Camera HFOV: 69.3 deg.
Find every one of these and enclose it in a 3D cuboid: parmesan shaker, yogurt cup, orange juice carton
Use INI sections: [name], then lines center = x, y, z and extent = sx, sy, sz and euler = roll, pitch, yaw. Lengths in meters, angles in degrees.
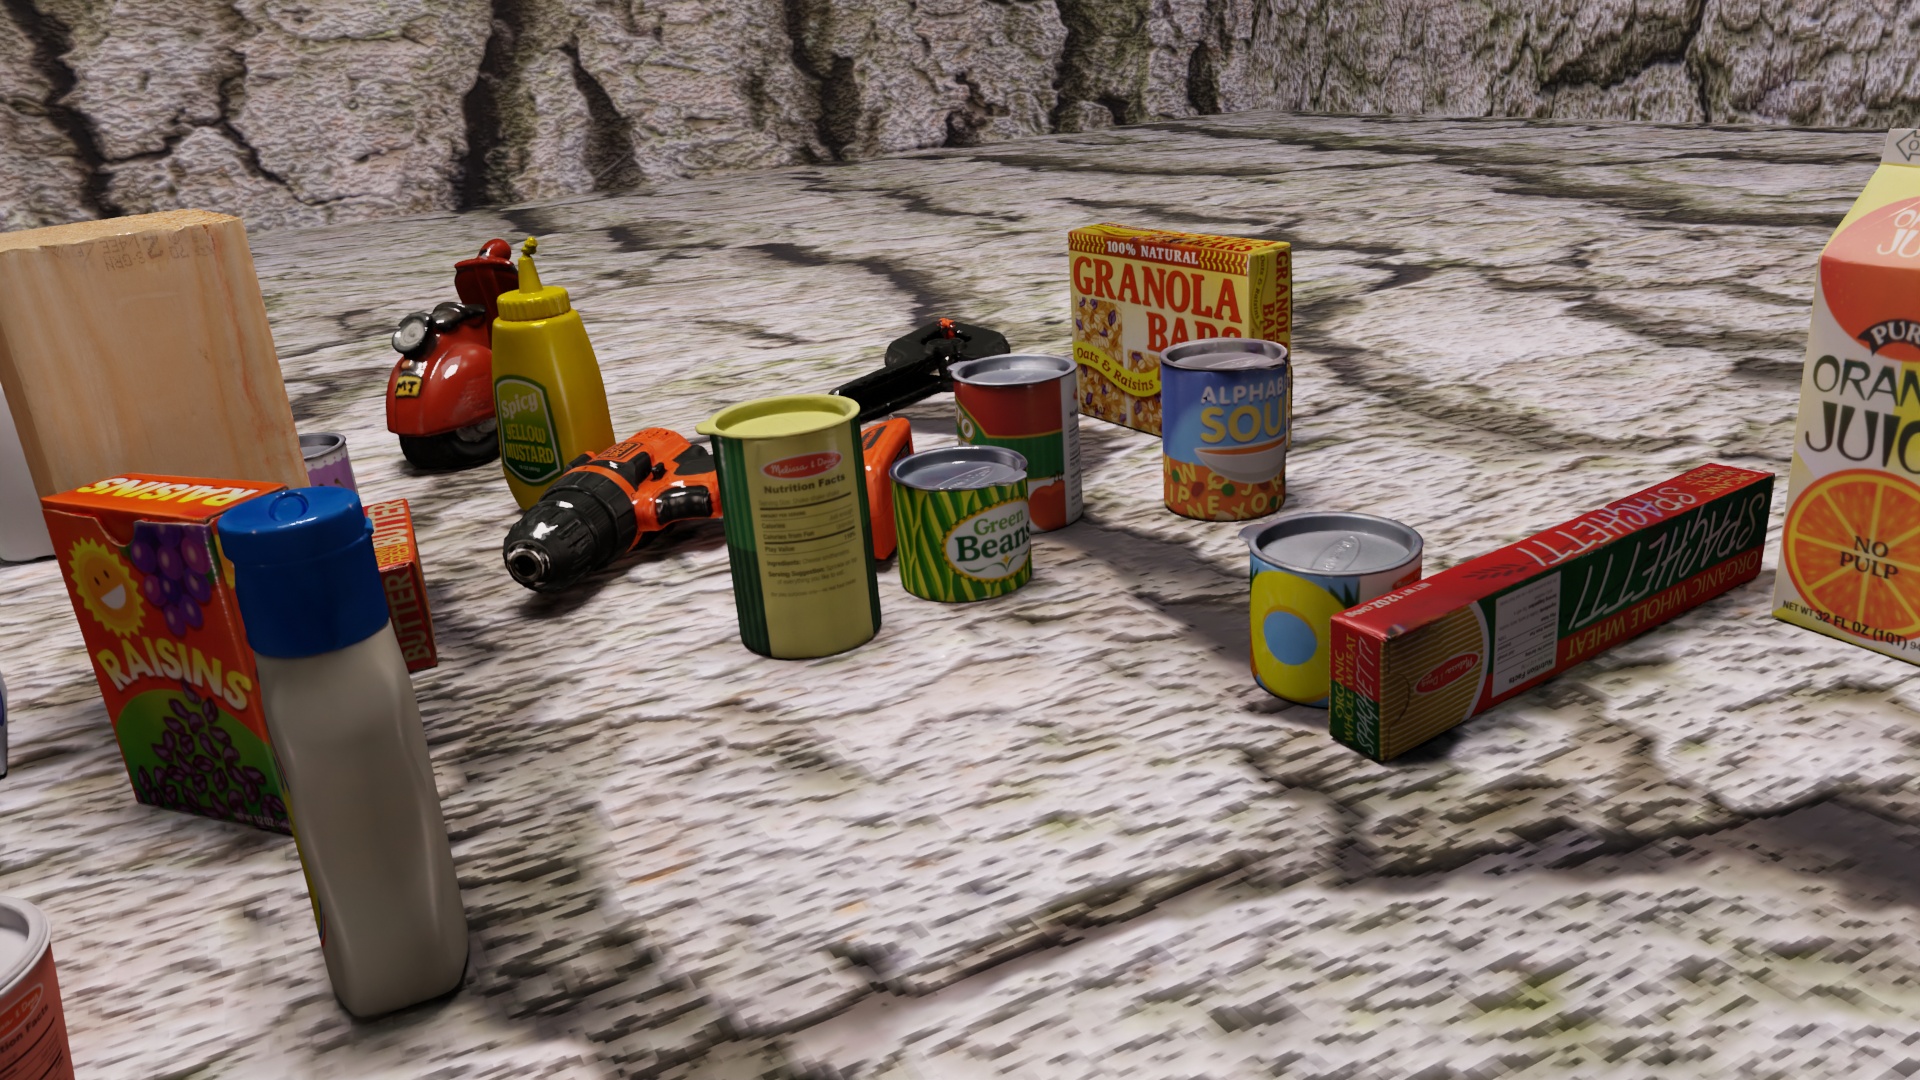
[parmesan shaker]
center = -0.075, -0.007, 0.617
extent = 0.071, 0.102, 0.071
euler = -4, 20, 2
[yogurt cup]
center = -0.267, 0.133, 0.358
extent = 0.072, 0.053, 0.072
euler = -4, 21, 2
[orange juice carton]
center = 0.374, -0.056, 0.526
extent = 0.073, 0.192, 0.072
euler = -15, 23, -26

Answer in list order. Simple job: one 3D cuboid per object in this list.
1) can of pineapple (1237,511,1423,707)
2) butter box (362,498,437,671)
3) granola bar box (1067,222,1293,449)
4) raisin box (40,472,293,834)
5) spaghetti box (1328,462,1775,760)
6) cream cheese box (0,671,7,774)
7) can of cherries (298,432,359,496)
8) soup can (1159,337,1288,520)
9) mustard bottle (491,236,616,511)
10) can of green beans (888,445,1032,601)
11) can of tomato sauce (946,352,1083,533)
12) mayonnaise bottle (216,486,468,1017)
[can of pineapple]
center = 0.146, 0.026, 0.549
extent = 0.071, 0.057, 0.071
euler = -4, 21, 2
[butter box]
center = -0.267, 0.020, 0.657
extent = 0.024, 0.053, 0.104
euler = -12, 22, -19
[granola bar box]
center = 0.134, -0.128, 0.862
extent = 0.039, 0.123, 0.166
euler = -17, 24, -30
[raisin box]
center = -0.275, 0.040, 0.507
extent = 0.086, 0.123, 0.040
euler = 5, 22, 24
[spaghetti box]
center = 0.242, 0.021, 0.551
extent = 0.251, 0.050, 0.029
euler = -17, 24, -30
[cream cheese box]
center = -0.422, 0.060, 0.583
extent = 0.024, 0.053, 0.104
euler = -17, 24, -29
[can of cherries]
center = -0.381, -0.024, 0.791
extent = 0.071, 0.058, 0.072
euler = -4, 20, 2
[soup can]
center = 0.141, -0.059, 0.737
extent = 0.071, 0.083, 0.071
euler = -4, 20, 2
[mustard bottle]
center = -0.240, -0.094, 0.801
extent = 0.065, 0.159, 0.049
euler = 6, 23, 26
[can of green beans]
center = 0.001, -0.009, 0.670
extent = 0.071, 0.057, 0.071
euler = -4, 21, 2
[can of tomato sauce]
center = 0.029, -0.053, 0.744
extent = 0.071, 0.082, 0.071
euler = -4, 20, 2
[mayonnaise bottle]
center = -0.176, 0.059, 0.400
extent = 0.041, 0.147, 0.065
euler = -13, 22, -22
